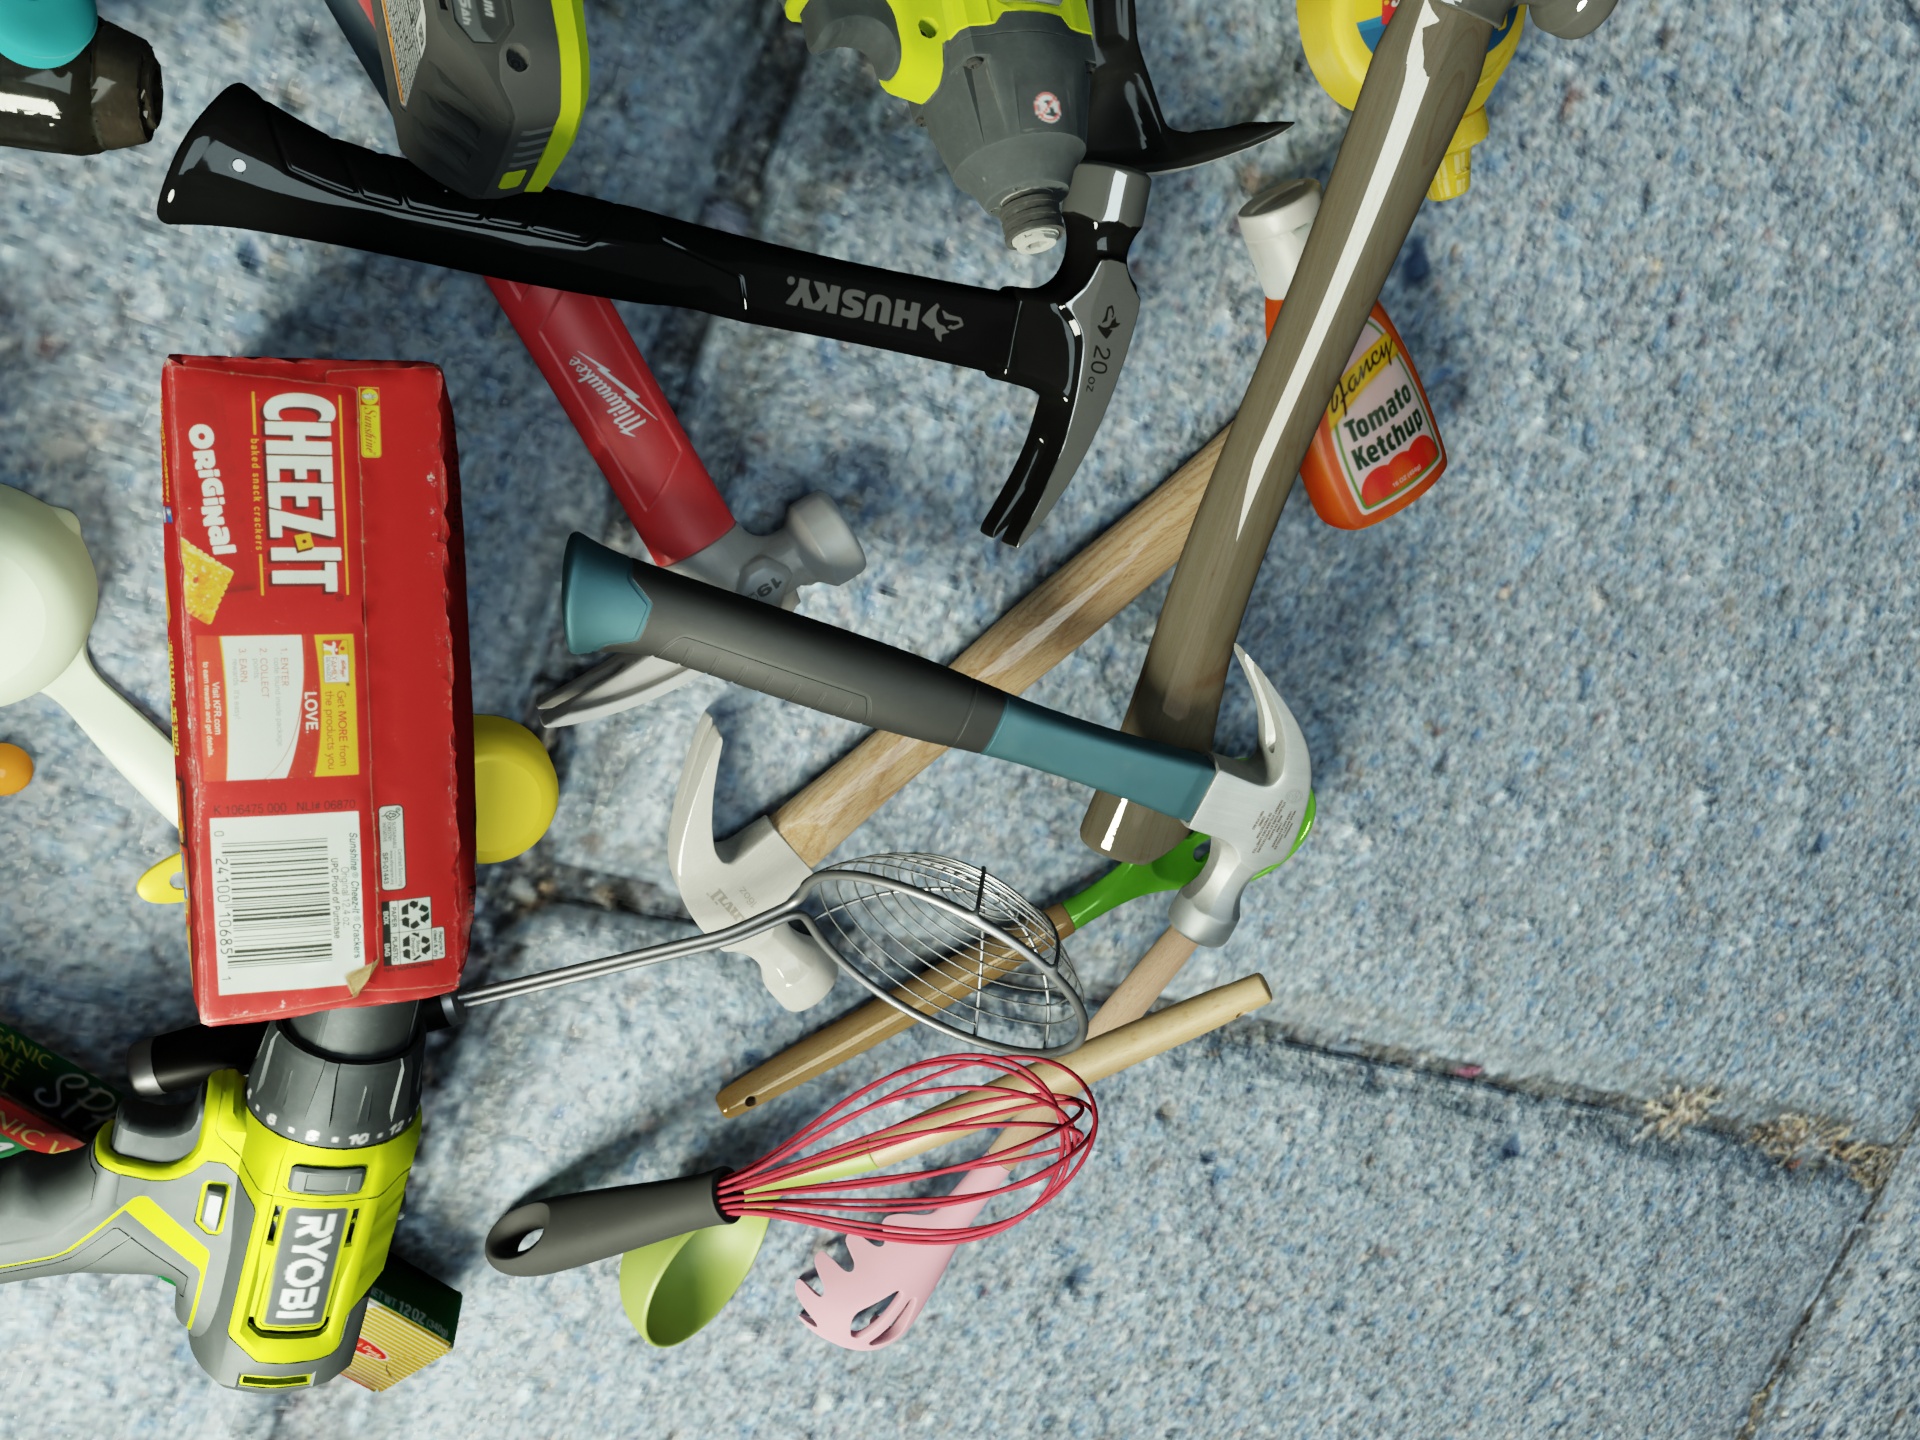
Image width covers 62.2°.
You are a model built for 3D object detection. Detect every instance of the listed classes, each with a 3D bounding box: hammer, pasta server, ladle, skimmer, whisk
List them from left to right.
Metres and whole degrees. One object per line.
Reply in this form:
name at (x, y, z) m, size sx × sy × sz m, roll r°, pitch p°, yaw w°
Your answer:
hammer at (-0.177, -0.178, 0.549) m, size 0.143 × 0.038 × 0.386 m, roll -31°, pitch 118°, yaw -8°
skimmer at (-0.135, 0.123, 0.622) m, size 0.363 × 0.090 × 0.127 m, roll -12°, pitch 149°, yaw -8°
hammer at (-0.091, -0.151, 0.551) m, size 0.334 × 0.035 × 0.146 m, roll 5°, pitch 104°, yaw -26°
whisk at (-0.079, 0.190, 0.645) m, size 0.296 × 0.073 × 0.073 m, roll -19°, pitch 121°, yaw 23°
ladle at (-0.010, 0.188, 0.684) m, size 0.320 × 0.062 × 0.078 m, roll -26°, pitch 156°, yaw 14°
hammer at (-0.001, -0.002, 0.634) m, size 0.330 × 0.033 × 0.128 m, roll 18°, pitch 111°, yaw -22°
hammer at (0.012, -0.023, 0.690) m, size 0.331 × 0.031 × 0.130 m, roll -40°, pitch 120°, yaw -5°
pasta server at (0.033, 0.186, 0.765) m, size 0.060 × 0.040 × 0.316 m, roll 36°, pitch 94°, yaw -29°
hammer at (0.055, -0.373, 0.576) m, size 0.127 × 0.034 × 0.336 m, roll -13°, pitch 114°, yaw -17°
hammer at (0.122, -0.126, 0.647) m, size 0.146 × 0.038 × 0.410 m, roll 10°, pitch 112°, yaw -24°

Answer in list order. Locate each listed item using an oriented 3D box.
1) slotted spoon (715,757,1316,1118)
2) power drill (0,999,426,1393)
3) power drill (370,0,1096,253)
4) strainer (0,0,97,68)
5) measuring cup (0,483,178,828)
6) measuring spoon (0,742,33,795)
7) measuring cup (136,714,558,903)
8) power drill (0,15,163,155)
slotted spoon at (0.027, 0.103, 0.747) m, size 0.314 × 0.031 × 0.070 m, roll -28°, pitch 117°, yaw -9°
power drill at (-0.300, 0.138, 0.538) m, size 0.228 × 0.080 × 0.190 m, roll 10°, pitch 110°, yaw -26°
power drill at (-0.063, -0.231, 0.501) m, size 0.223 × 0.080 × 0.171 m, roll -9°, pitch 85°, yaw -28°
strainer at (-0.313, -0.324, 0.385) m, size 0.211 × 0.095 × 0.340 m, roll -34°, pitch 114°, yaw -32°
measuring cup at (-0.311, -0.007, 0.554) m, size 0.083 × 0.038 × 0.167 m, roll -37°, pitch 118°, yaw -6°
measuring spoon at (-0.387, 0.029, 0.551) m, size 0.117 × 0.011 × 0.021 m, roll -12°, pitch 113°, yaw -19°
measuring cup at (-0.229, 0.043, 0.606) m, size 0.156 × 0.029 × 0.062 m, roll -19°, pitch 115°, yaw -23°
power drill at (-0.338, -0.115, 0.459) m, size 0.187 × 0.080 × 0.226 m, roll 3°, pitch 93°, yaw -17°
